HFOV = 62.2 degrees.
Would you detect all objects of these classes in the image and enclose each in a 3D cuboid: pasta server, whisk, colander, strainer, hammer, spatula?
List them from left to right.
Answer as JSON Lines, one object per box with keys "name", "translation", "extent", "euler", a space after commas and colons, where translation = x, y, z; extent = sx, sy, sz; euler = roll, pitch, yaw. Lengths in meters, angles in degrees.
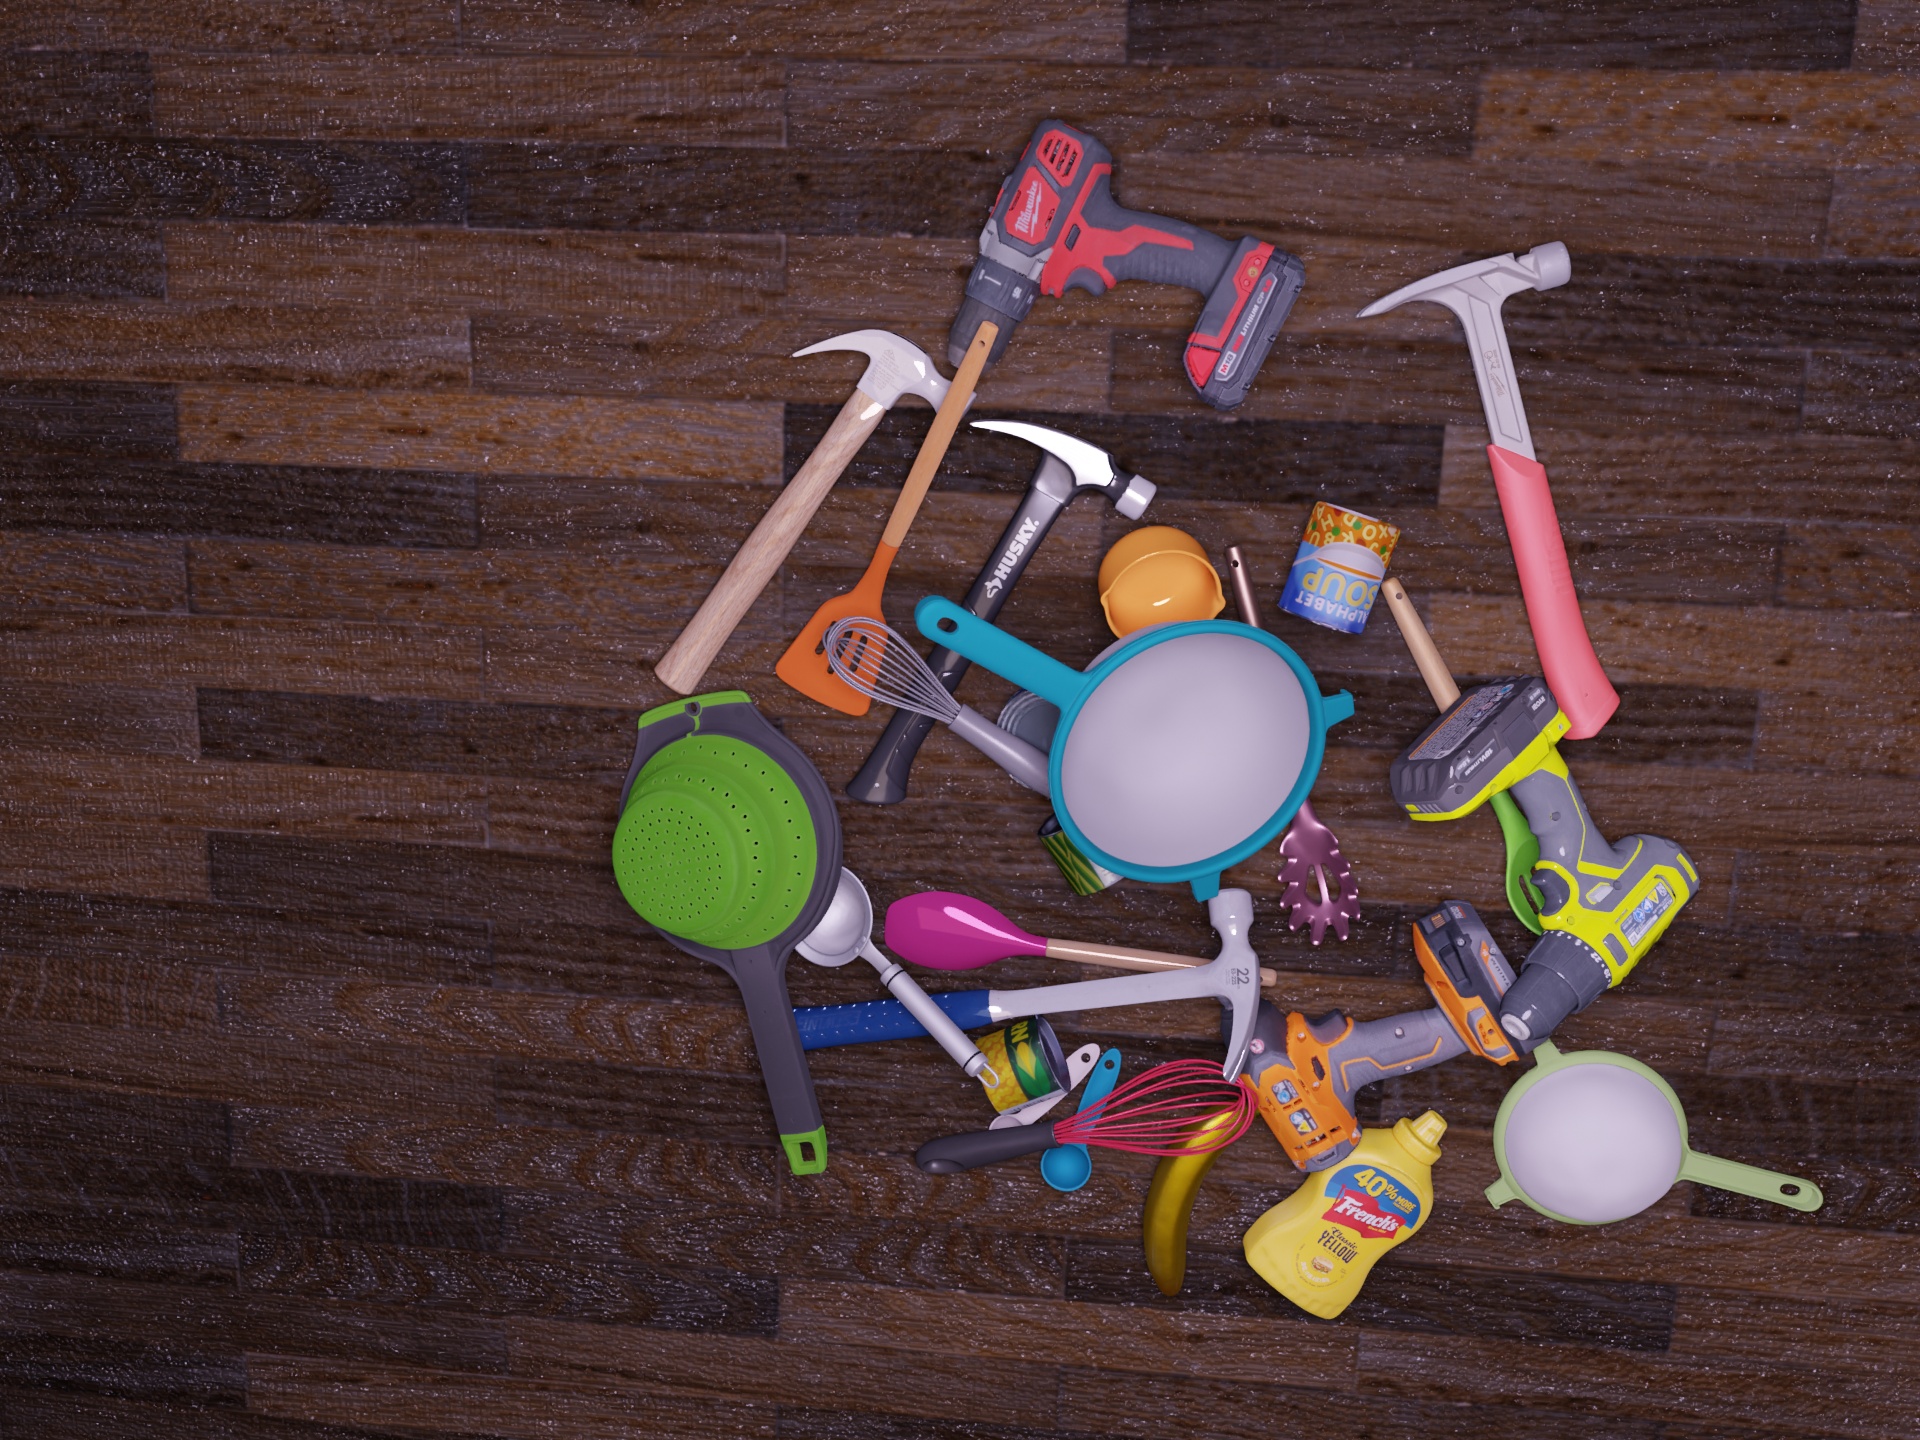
{"name": "colander", "translation": [-0.182, 0.180, 1.245], "extent": [0.204, 0.094, 0.397], "euler": [-13, 94, 23]}
{"name": "hammer", "translation": [-0.136, -0.158, 1.233], "extent": [0.130, 0.031, 0.331], "euler": [37, 104, -3]}
{"name": "strainer", "translation": [-0.059, 0.198, 1.262], "extent": [0.259, 0.050, 0.087], "euler": [43, 112, 23]}
{"name": "spatula", "translation": [-0.045, -0.152, 1.201], "extent": [0.081, 0.041, 0.322], "euler": [27, 117, 0]}
{"name": "whisk", "translation": [-0.002, -0.004, 1.211], "extent": [0.239, 0.055, 0.055], "euler": [34, 104, -7]}
{"name": "hammer", "translation": [0.003, -0.077, 1.234], "extent": [0.146, 0.035, 0.334], "euler": [31, 104, -2]}
{"name": "hammer", "translation": [0.035, 0.230, 1.256], "extent": [0.405, 0.035, 0.144], "euler": [-10, 65, 18]}
{"name": "whisk", "translation": [0.096, 0.327, 1.275], "extent": [0.296, 0.073, 0.073], "euler": [-17, 100, 21]}
{"name": "strainer", "translation": [0.104, -0.018, 1.156], "extent": [0.340, 0.095, 0.211], "euler": [27, 106, -23]}
{"name": "pasta server", "translation": [0.249, 0.018, 1.226], "extent": [0.060, 0.040, 0.316], "euler": [-13, 100, 20]}
{"name": "hammer", "translation": [0.408, -0.157, 1.172], "extent": [0.149, 0.037, 0.359], "euler": [-16, 100, 9]}
{"name": "strainer", "translation": [0.554, 0.355, 1.249], "extent": [0.256, 0.069, 0.151], "euler": [14, 103, 5]}

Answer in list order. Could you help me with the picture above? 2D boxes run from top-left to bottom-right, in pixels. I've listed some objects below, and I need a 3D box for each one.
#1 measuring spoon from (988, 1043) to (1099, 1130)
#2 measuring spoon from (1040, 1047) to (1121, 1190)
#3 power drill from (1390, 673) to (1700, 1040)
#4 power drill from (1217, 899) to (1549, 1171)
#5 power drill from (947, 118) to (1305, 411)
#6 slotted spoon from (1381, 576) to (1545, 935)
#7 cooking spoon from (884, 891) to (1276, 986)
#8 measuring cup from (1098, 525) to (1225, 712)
{"name": "measuring spoon", "translation": [0.072, 0.313, 1.323], "extent": [0.124, 0.018, 0.034], "euler": [-46, 75, 7]}
{"name": "measuring spoon", "translation": [0.105, 0.329, 1.323], "extent": [0.042, 0.021, 0.128], "euler": [23, 94, 3]}
{"name": "power drill", "translation": [0.419, 0.100, 1.163], "extent": [0.190, 0.080, 0.228], "euler": [-40, 100, -19]}
{"name": "power drill", "translation": [0.319, 0.234, 1.240], "extent": [0.226, 0.084, 0.164], "euler": [-32, 97, 12]}
{"name": "power drill", "translation": [0.114, -0.304, 1.154], "extent": [0.226, 0.080, 0.188], "euler": [28, 104, 3]}
{"name": "slotted spoon", "translation": [0.400, 0.030, 1.218], "extent": [0.070, 0.031, 0.313], "euler": [-30, 95, -6]}
{"name": "cooking spoon", "translation": [0.095, 0.187, 1.289], "extent": [0.319, 0.017, 0.068], "euler": [7, 105, 5]}
{"name": "measuring cup", "translation": [0.141, -0.070, 1.218], "extent": [0.095, 0.052, 0.173], "euler": [2, 129, -10]}
